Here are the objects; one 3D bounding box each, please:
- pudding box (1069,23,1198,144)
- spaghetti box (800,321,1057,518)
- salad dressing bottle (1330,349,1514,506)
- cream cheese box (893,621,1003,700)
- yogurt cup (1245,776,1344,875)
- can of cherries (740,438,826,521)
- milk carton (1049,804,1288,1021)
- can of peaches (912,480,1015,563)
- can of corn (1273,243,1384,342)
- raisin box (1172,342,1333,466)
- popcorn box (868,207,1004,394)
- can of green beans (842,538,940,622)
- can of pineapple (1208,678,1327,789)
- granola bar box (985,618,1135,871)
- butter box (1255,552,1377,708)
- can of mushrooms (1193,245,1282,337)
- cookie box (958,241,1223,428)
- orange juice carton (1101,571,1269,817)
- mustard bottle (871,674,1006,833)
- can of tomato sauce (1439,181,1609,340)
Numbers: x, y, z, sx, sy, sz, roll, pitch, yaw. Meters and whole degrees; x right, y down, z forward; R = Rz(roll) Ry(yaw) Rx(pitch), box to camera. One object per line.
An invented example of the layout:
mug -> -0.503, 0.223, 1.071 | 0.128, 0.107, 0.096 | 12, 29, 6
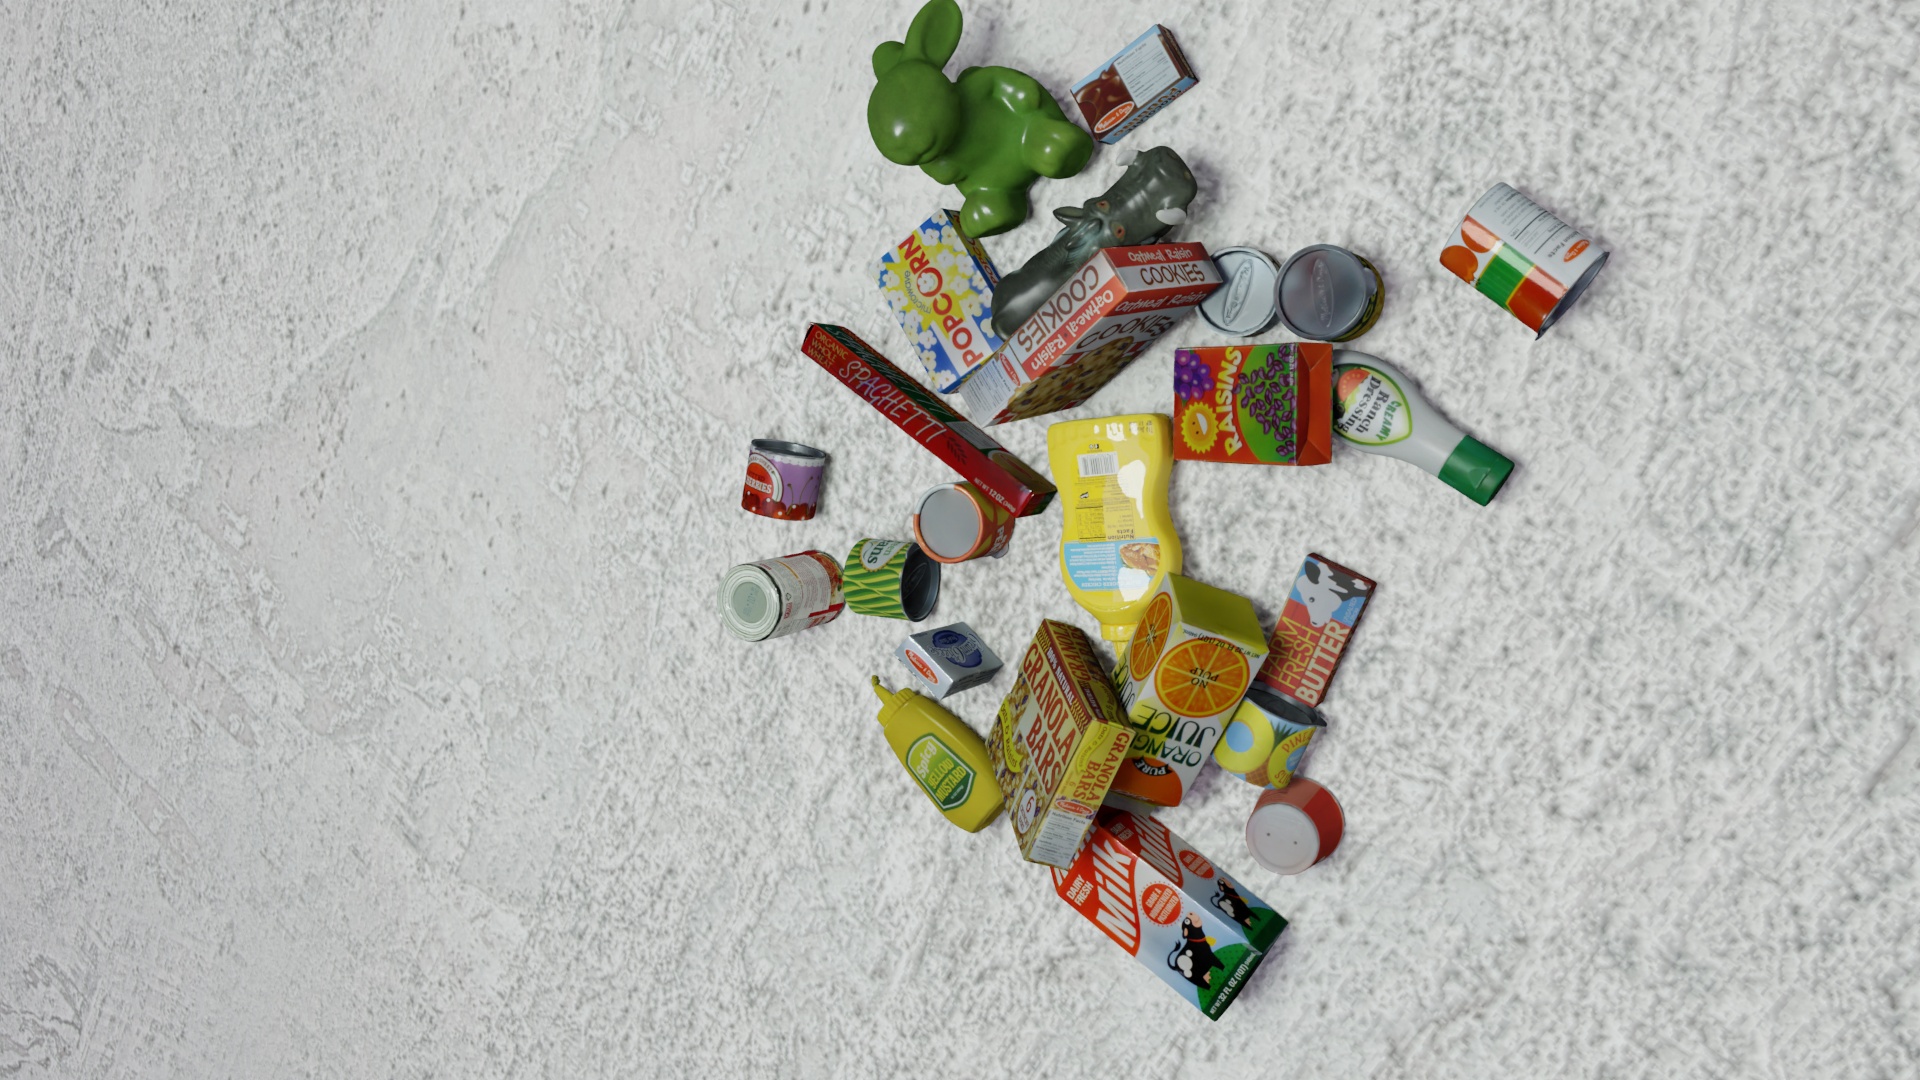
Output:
pudding box -> 0.130, -0.343, 1.048 | 0.083, 0.030, 0.049 | -31, 82, 27
spaghetti box -> -0.029, -0.102, 1.145 | 0.250, 0.050, 0.028 | 39, 110, 20
salad dressing bottle -> 0.312, -0.078, 0.970 | 0.148, 0.044, 0.064 | 36, 111, 20
cream cheese box -> -0.008, 0.096, 1.123 | 0.053, 0.104, 0.024 | 46, 109, 15
yogurt cup -> 0.245, 0.214, 1.029 | 0.072, 0.054, 0.072 | 3, 96, 27
can of cherries -> -0.156, -0.053, 1.204 | 0.071, 0.071, 0.058 | 18, 104, 25
milk carton -> 0.147, 0.271, 1.075 | 0.191, 0.073, 0.072 | 35, 110, 21
can of peaches -> 0.004, -0.014, 1.131 | 0.071, 0.058, 0.071 | 3, 96, 28
can of corn -> 0.263, -0.173, 0.978 | 0.071, 0.058, 0.071 | 3, 96, 28
raisin box -> 0.207, -0.097, 0.997 | 0.123, 0.040, 0.086 | 8, 101, 56
popcorn box -> -0.008, -0.194, 1.131 | 0.085, 0.038, 0.127 | -34, 79, 27
can of green beans -> -0.058, 0.033, 1.164 | 0.058, 0.071, 0.071 | 6, 98, 28
can of pineapple -> 0.225, 0.143, 1.025 | 0.071, 0.071, 0.057 | 29, 109, 22
granola bar box -> 0.071, 0.151, 1.059 | 0.039, 0.166, 0.123 | 18, 108, -16
butter box -> 0.260, 0.066, 1.023 | 0.053, 0.024, 0.103 | 27, 106, 24
can of mushrooms -> 0.205, -0.183, 1.022 | 0.071, 0.033, 0.071 | 4, 97, 28
cookie box -> 0.094, -0.151, 1.012 | 0.166, 0.123, 0.040 | -40, 74, 40
orange juice carton -> 0.150, 0.128, 1.039 | 0.072, 0.073, 0.191 | 19, 116, -11
mustard bottle -> -0.025, 0.172, 1.170 | 0.160, 0.049, 0.065 | 43, 111, 17
can of tomato sauce -> 0.370, -0.185, 0.917 | 0.083, 0.071, 0.071 | 43, 113, 18
